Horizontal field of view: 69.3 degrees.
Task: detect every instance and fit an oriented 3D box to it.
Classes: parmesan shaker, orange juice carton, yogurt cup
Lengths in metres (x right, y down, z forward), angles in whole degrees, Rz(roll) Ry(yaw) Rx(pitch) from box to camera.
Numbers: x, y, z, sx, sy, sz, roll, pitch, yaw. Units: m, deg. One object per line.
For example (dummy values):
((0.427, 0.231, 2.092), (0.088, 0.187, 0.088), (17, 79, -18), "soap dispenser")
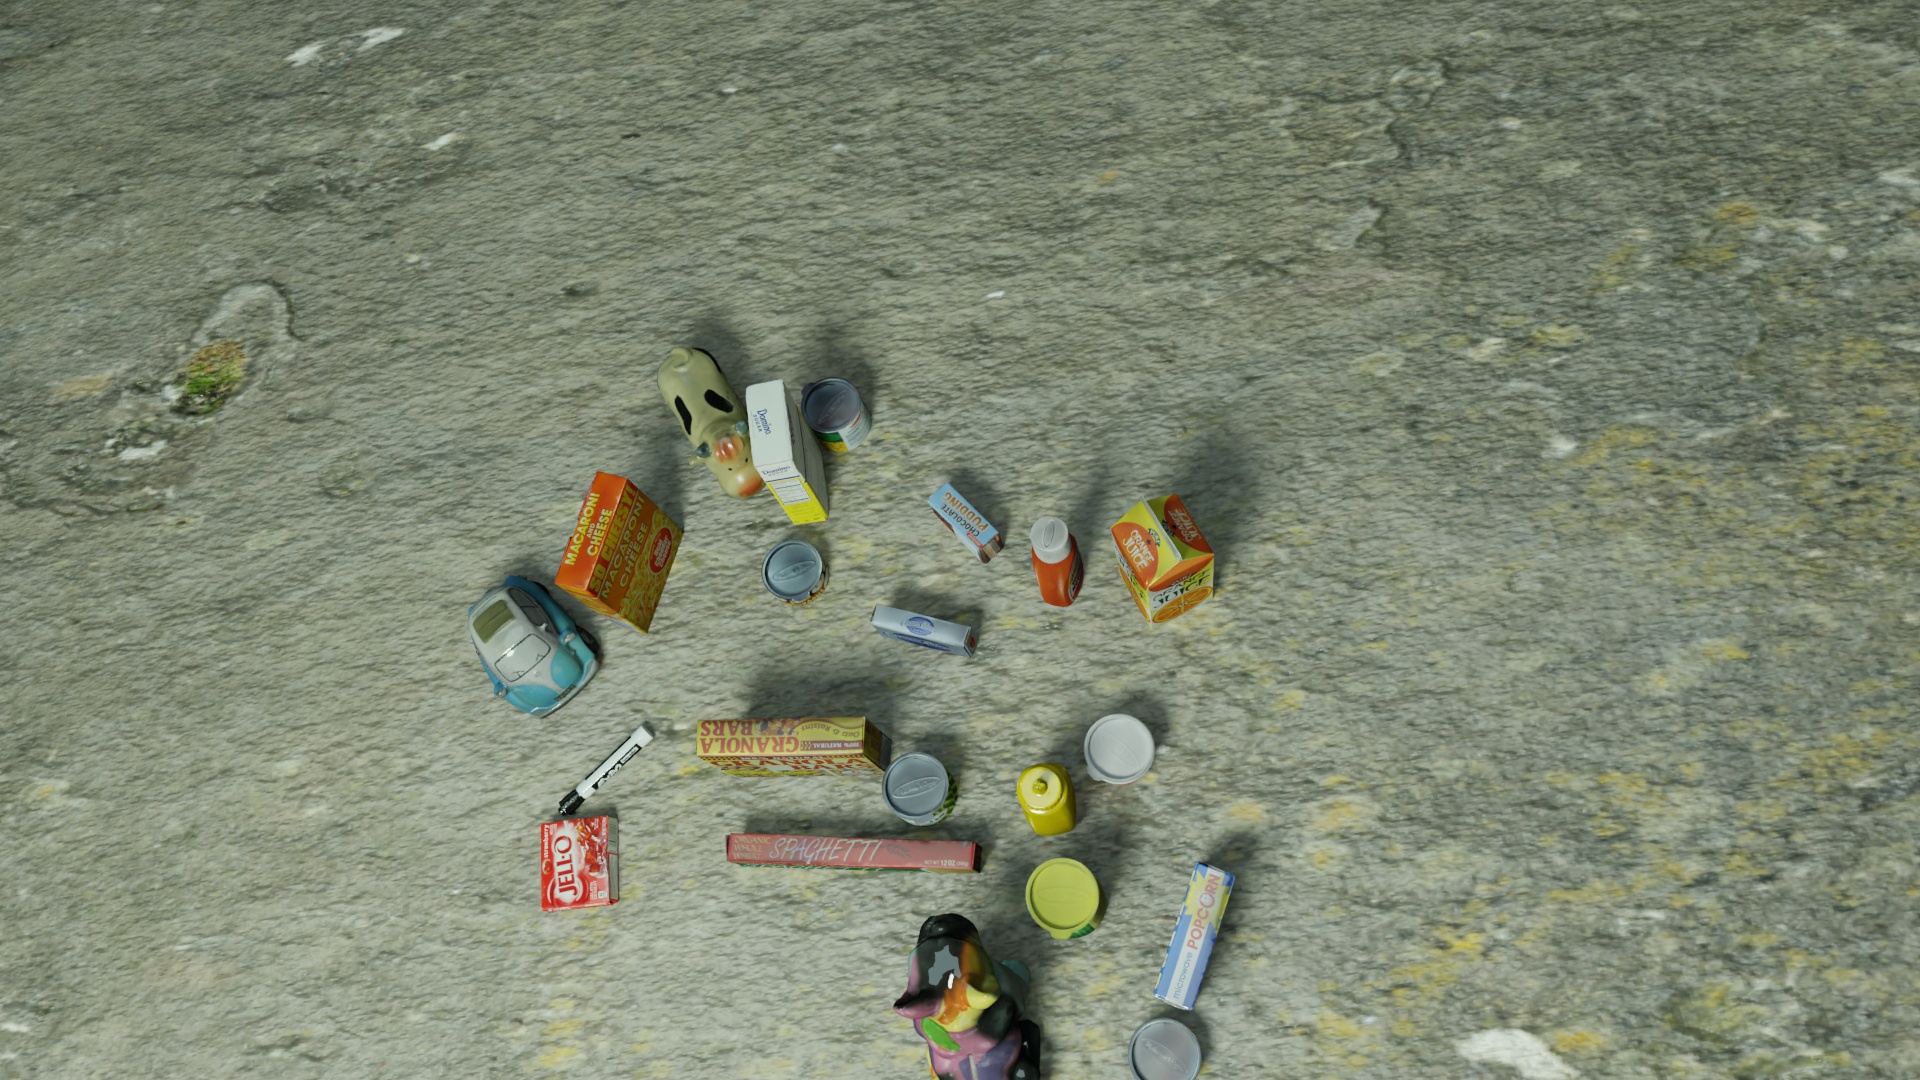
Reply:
((0.099, 0.337, 1.290), (0.071, 0.103, 0.071), (-3, 71, 9), "parmesan shaker")
((0.196, 0.017, 1.340), (0.073, 0.192, 0.072), (-28, 69, -1), "orange juice carton")
((0.156, 0.207, 1.353), (0.072, 0.053, 0.072), (-3, 70, 8), "yogurt cup")

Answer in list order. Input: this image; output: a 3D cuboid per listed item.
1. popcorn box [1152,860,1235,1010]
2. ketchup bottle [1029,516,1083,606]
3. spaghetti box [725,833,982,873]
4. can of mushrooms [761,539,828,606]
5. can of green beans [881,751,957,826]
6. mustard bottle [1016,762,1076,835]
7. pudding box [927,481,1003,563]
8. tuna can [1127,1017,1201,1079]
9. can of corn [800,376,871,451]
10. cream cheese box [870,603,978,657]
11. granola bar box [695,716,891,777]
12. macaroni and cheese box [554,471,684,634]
((0.214, 0.363, 1.271), (0.038, 0.085, 0.127), (18, 75, 15), "popcorn box")
((0.095, 0.017, 1.381), (0.043, 0.148, 0.065), (9, 73, 13), "ketchup bottle")
((-0.105, 0.307, 1.363), (0.250, 0.050, 0.029), (0, 71, 9), "spaghetti box")
((-0.175, 0.037, 1.480), (0.071, 0.033, 0.071), (-3, 70, 8), "can of mushrooms")
((-0.040, 0.246, 1.370), (0.071, 0.057, 0.071), (-3, 70, 8), "can of green beans")
((0.079, 0.237, 1.298), (0.049, 0.160, 0.065), (-9, 70, 6), "mustard bottle")
((0.005, -0.018, 1.461), (0.030, 0.049, 0.084), (-43, 70, -6), "pudding box")
((0.185, 0.472, 1.265), (0.071, 0.032, 0.071), (-3, 70, 8), "tuna can")
((-0.138, -0.139, 1.523), (0.071, 0.058, 0.071), (-3, 70, 8), "can of corn")
((-0.037, 0.093, 1.426), (0.104, 0.053, 0.024), (13, 74, 14), "cream cheese box")
((-0.161, 0.205, 1.369), (0.165, 0.124, 0.039), (-2, 71, 9), "granola bar box")
((-0.353, 0.016, 1.446), (0.040, 0.166, 0.124), (12, 73, 14), "macaroni and cheese box")
